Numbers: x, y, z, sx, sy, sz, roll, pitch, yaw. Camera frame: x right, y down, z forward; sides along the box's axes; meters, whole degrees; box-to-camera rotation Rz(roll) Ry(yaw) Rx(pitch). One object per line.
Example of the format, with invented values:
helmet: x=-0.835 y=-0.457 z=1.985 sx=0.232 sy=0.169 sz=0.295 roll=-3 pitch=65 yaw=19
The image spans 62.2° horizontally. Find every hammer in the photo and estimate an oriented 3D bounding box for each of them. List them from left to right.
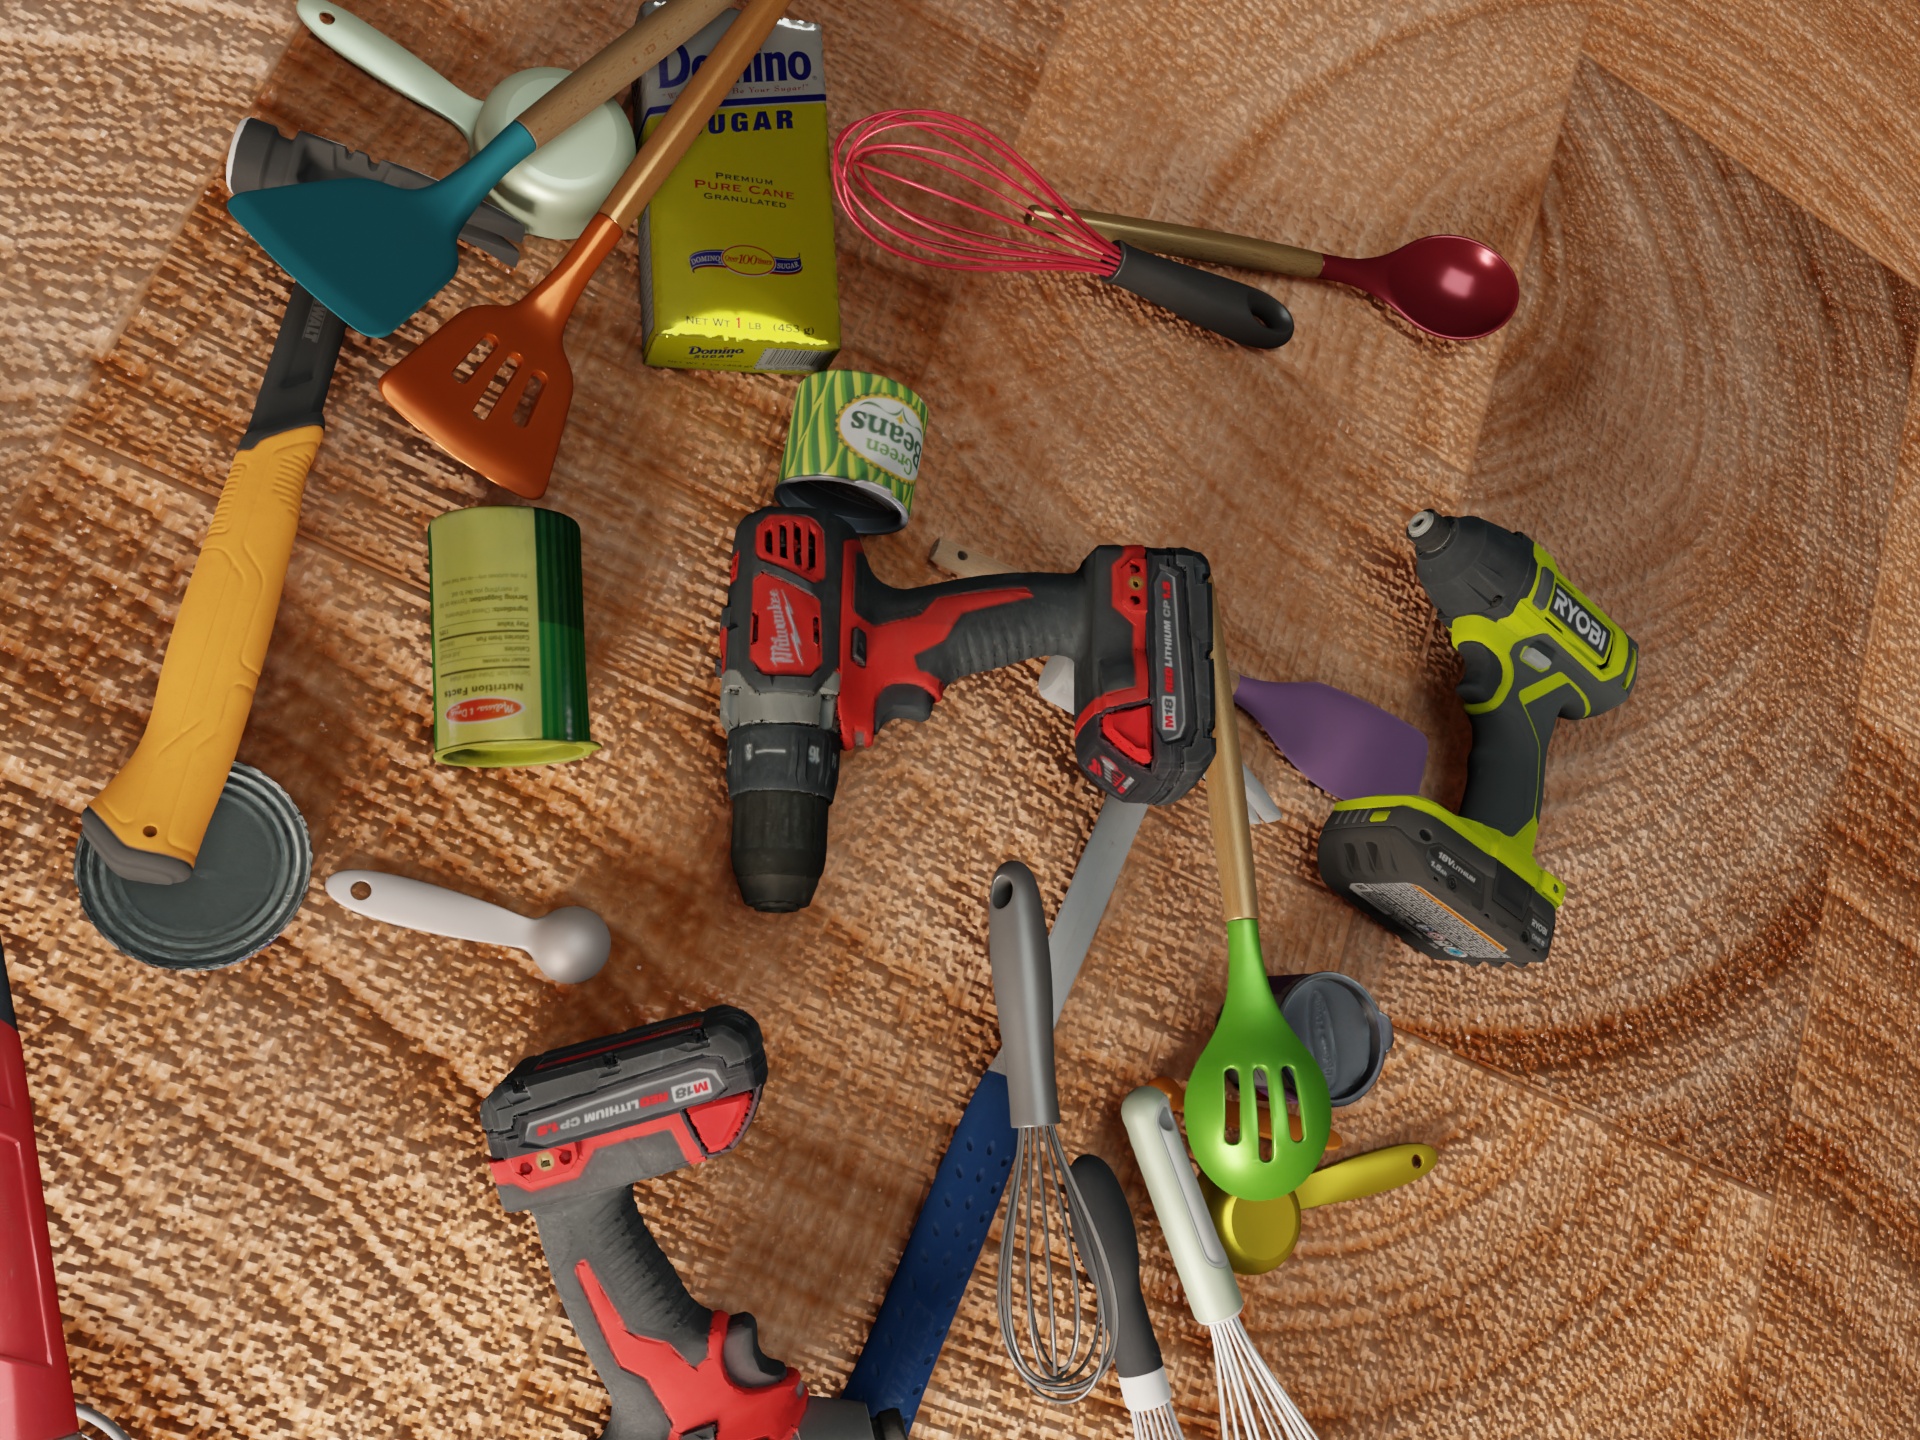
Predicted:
hammer: x=-0.346 y=0.105 z=0.577 sx=0.143 sy=0.038 sz=0.386 roll=-6 pitch=71 yaw=-38
hammer: x=-0.281 y=-0.094 z=0.664 sx=0.127 sy=0.034 sz=0.337 roll=15 pitch=67 yaw=-19
hammer: x=0.034 y=0.166 z=0.767 sx=0.144 sy=0.035 sz=0.406 roll=30 pitch=70 yaw=-15

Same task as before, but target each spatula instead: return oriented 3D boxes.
spatula: x=-0.176 y=-0.283 z=0.718 sx=0.082 sy=0.044 sz=0.317 roll=43 pitch=68 yaw=-2
spatula: x=-0.143 y=-0.246 z=0.724 sx=0.081 sy=0.041 sz=0.323 roll=37 pitch=74 yaw=-24
spatula: x=0.124 y=-0.026 z=0.851 sx=0.315 sy=0.018 sz=0.060 roll=24 pitch=73 yaw=-18

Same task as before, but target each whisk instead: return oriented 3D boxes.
whisk: x=0.036 y=0.182 z=0.721 sx=0.055 sy=0.055 sz=0.239 roll=0 pitch=76 yaw=-23
whisk: x=0.065 y=-0.250 z=0.842 sx=0.295 sy=0.073 sz=0.073 roll=12 pitch=75 yaw=-30
whisk: x=0.096 y=0.347 z=0.751 sx=0.070 sy=0.070 sz=0.285 roll=-10 pitch=79 yaw=-24
whisk: x=0.128 y=0.291 z=0.764 sx=0.058 sy=0.059 sz=0.246 roll=-23 pitch=94 yaw=-56

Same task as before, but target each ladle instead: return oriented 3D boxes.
ladle: x=0.184 y=-0.266 z=0.918 sx=0.315 sy=0.031 sz=0.069 roll=3 pitch=76 yaw=-20

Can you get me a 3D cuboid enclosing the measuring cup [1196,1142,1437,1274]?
measuring cup: x=0.190 y=0.243 z=0.820 sx=0.156 sy=0.029 sz=0.062 roll=-9 pitch=83 yaw=-22

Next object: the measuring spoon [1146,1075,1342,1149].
measuring spoon: x=0.148 y=0.200 z=0.814 sx=0.116 sy=0.011 sz=0.021 roll=18 pitch=29 yaw=-17

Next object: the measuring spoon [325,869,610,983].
measuring spoon: x=-0.211 y=0.086 z=0.689 sx=0.124 sy=0.018 sz=0.034 roll=18 pitch=74 yaw=-18

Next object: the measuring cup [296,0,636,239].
measuring cup: x=-0.229 y=-0.293 z=0.742 sx=0.167 sy=0.038 sz=0.083 roll=30 pitch=70 yaw=-17

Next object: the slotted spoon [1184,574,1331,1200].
slotted spoon: x=0.134 y=0.073 z=0.785 sx=0.070 sy=0.031 sz=0.314 roll=-4 pitch=73 yaw=0

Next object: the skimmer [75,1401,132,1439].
skimmer: x=-0.382 y=0.171 z=0.562 sx=0.127 sy=0.090 sz=0.363 roll=-13 pitch=85 yaw=-26

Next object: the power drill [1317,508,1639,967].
power drill: x=0.282 y=0.006 z=0.871 sx=0.171 sy=0.080 sz=0.223 roll=34 pitch=66 yaw=-25

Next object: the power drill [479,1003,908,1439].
power drill: x=-0.110 y=0.238 z=0.659 sx=0.143 sy=0.078 sz=0.220 roll=-14 pitch=88 yaw=-8

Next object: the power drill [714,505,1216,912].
power drill: x=-0.001 y=-0.002 z=0.740 sx=0.226 sy=0.080 sz=0.188 roll=3 pitch=75 yaw=-6
